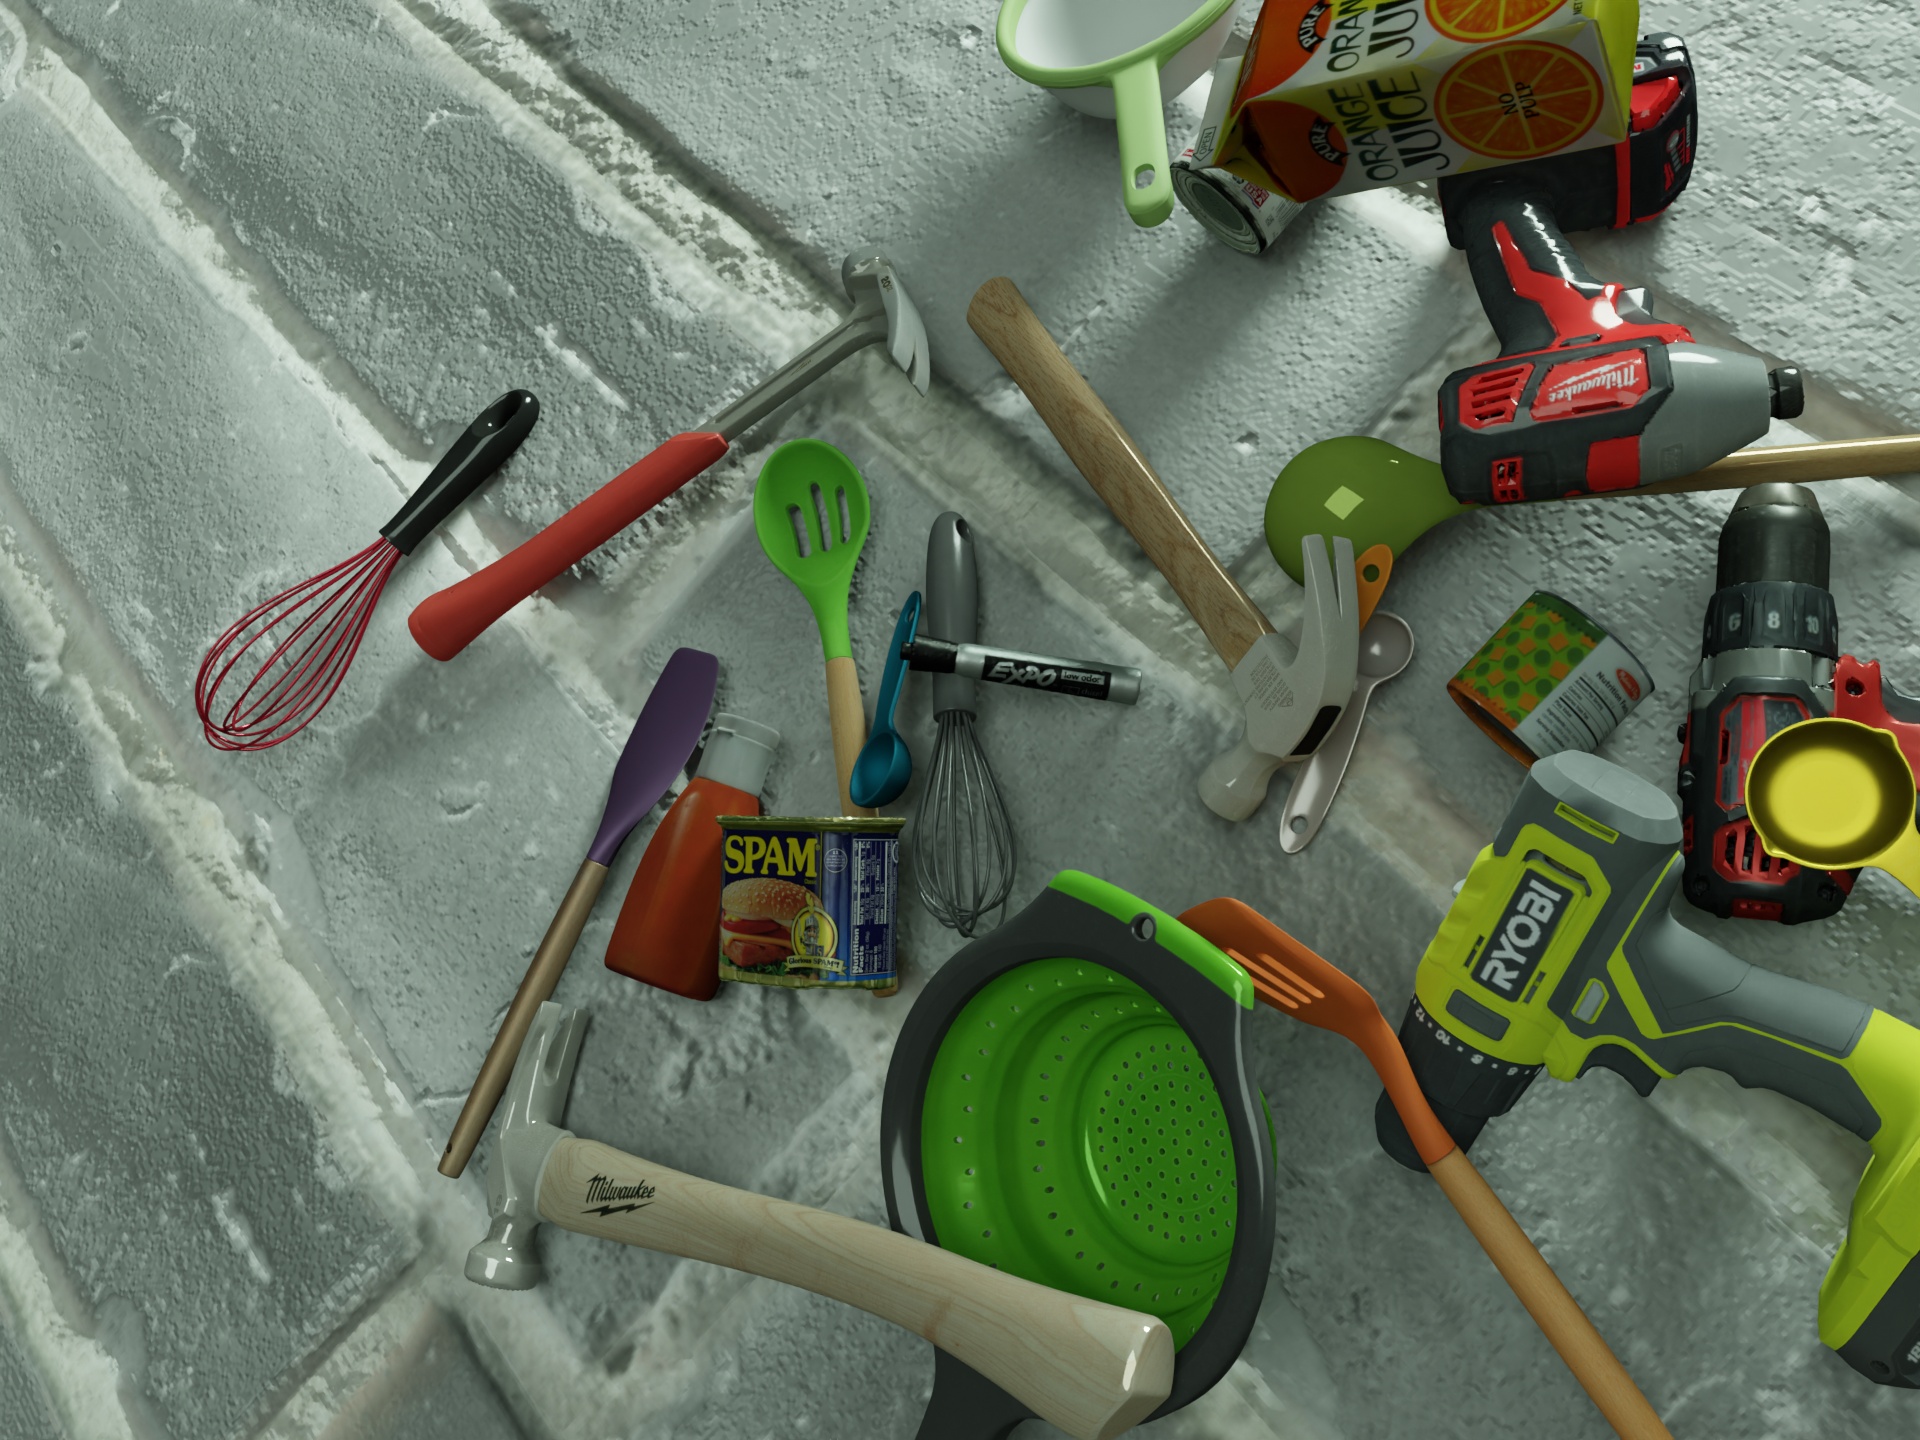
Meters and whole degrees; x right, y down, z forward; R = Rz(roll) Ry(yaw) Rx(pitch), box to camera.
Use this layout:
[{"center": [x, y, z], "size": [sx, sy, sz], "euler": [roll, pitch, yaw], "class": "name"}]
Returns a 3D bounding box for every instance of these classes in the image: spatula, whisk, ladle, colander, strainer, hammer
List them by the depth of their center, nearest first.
[{"center": [0.199, 0.198, 0.631], "size": [0.041, 0.081, 0.323], "euler": [-32, 80, -21], "class": "spatula"}, {"center": [0.041, 0.262, 0.701], "size": [0.205, 0.094, 0.397], "euler": [29, 105, 40], "class": "colander"}, {"center": [-0.083, 0.226, 0.723], "size": [0.411, 0.038, 0.146], "euler": [1, 74, 40], "class": "hammer"}, {"center": [0.301, -0.107, 0.732], "size": [0.320, 0.062, 0.078], "euler": [-3, 76, 15], "class": "ladle"}, {"center": [0.089, -0.116, 0.802], "size": [0.130, 0.031, 0.332], "euler": [-56, 50, 36], "class": "hammer"}, {"center": [0.000, -0.003, 0.819], "size": [0.055, 0.055, 0.239], "euler": [-11, 65, 19], "class": "whisk"}, {"center": [0.100, -0.338, 0.846], "size": [0.151, 0.069, 0.257], "euler": [-15, 55, 21], "class": "strainer"}, {"center": [-0.210, 0.103, 0.879], "size": [0.060, 0.018, 0.316], "euler": [17, 78, 43], "class": "spatula"}, {"center": [-0.175, -0.135, 0.914], "size": [0.359, 0.036, 0.149], "euler": [-32, 37, 14], "class": "hammer"}, {"center": [-0.369, -0.097, 0.995], "size": [0.073, 0.073, 0.296], "euler": [40, 85, 27], "class": "whisk"}]

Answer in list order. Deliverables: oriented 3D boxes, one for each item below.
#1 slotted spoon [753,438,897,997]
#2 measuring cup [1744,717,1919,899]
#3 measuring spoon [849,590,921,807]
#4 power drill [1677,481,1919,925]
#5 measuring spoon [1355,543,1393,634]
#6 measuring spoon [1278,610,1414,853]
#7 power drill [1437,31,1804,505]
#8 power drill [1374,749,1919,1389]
[{"center": [-0.064, -0.007, 0.855], "size": [0.070, 0.031, 0.314], "euler": [-16, 70, 18], "class": "slotted spoon"}, {"center": [0.361, 0.061, 0.588], "size": [0.157, 0.029, 0.062], "euler": [45, 103, 17], "class": "measuring cup"}, {"center": [-0.029, -0.010, 0.831], "size": [0.042, 0.021, 0.129], "euler": [-26, 44, 51], "class": "measuring spoon"}, {"center": [0.410, -0.006, 0.632], "size": [0.227, 0.080, 0.188], "euler": [3, 75, 27], "class": "power drill"}, {"center": [0.173, -0.031, 0.750], "size": [0.021, 0.011, 0.117], "euler": [36, 112, 25], "class": "measuring spoon"}, {"center": [0.182, 0.007, 0.758], "size": [0.034, 0.018, 0.124], "euler": [24, 91, 27], "class": "measuring spoon"}, {"center": [0.285, -0.198, 0.713], "size": [0.143, 0.078, 0.220], "euler": [-6, 59, 21], "class": "power drill"}, {"center": [0.284, 0.144, 0.616], "size": [0.229, 0.080, 0.190], "euler": [31, 116, 25], "class": "power drill"}]
